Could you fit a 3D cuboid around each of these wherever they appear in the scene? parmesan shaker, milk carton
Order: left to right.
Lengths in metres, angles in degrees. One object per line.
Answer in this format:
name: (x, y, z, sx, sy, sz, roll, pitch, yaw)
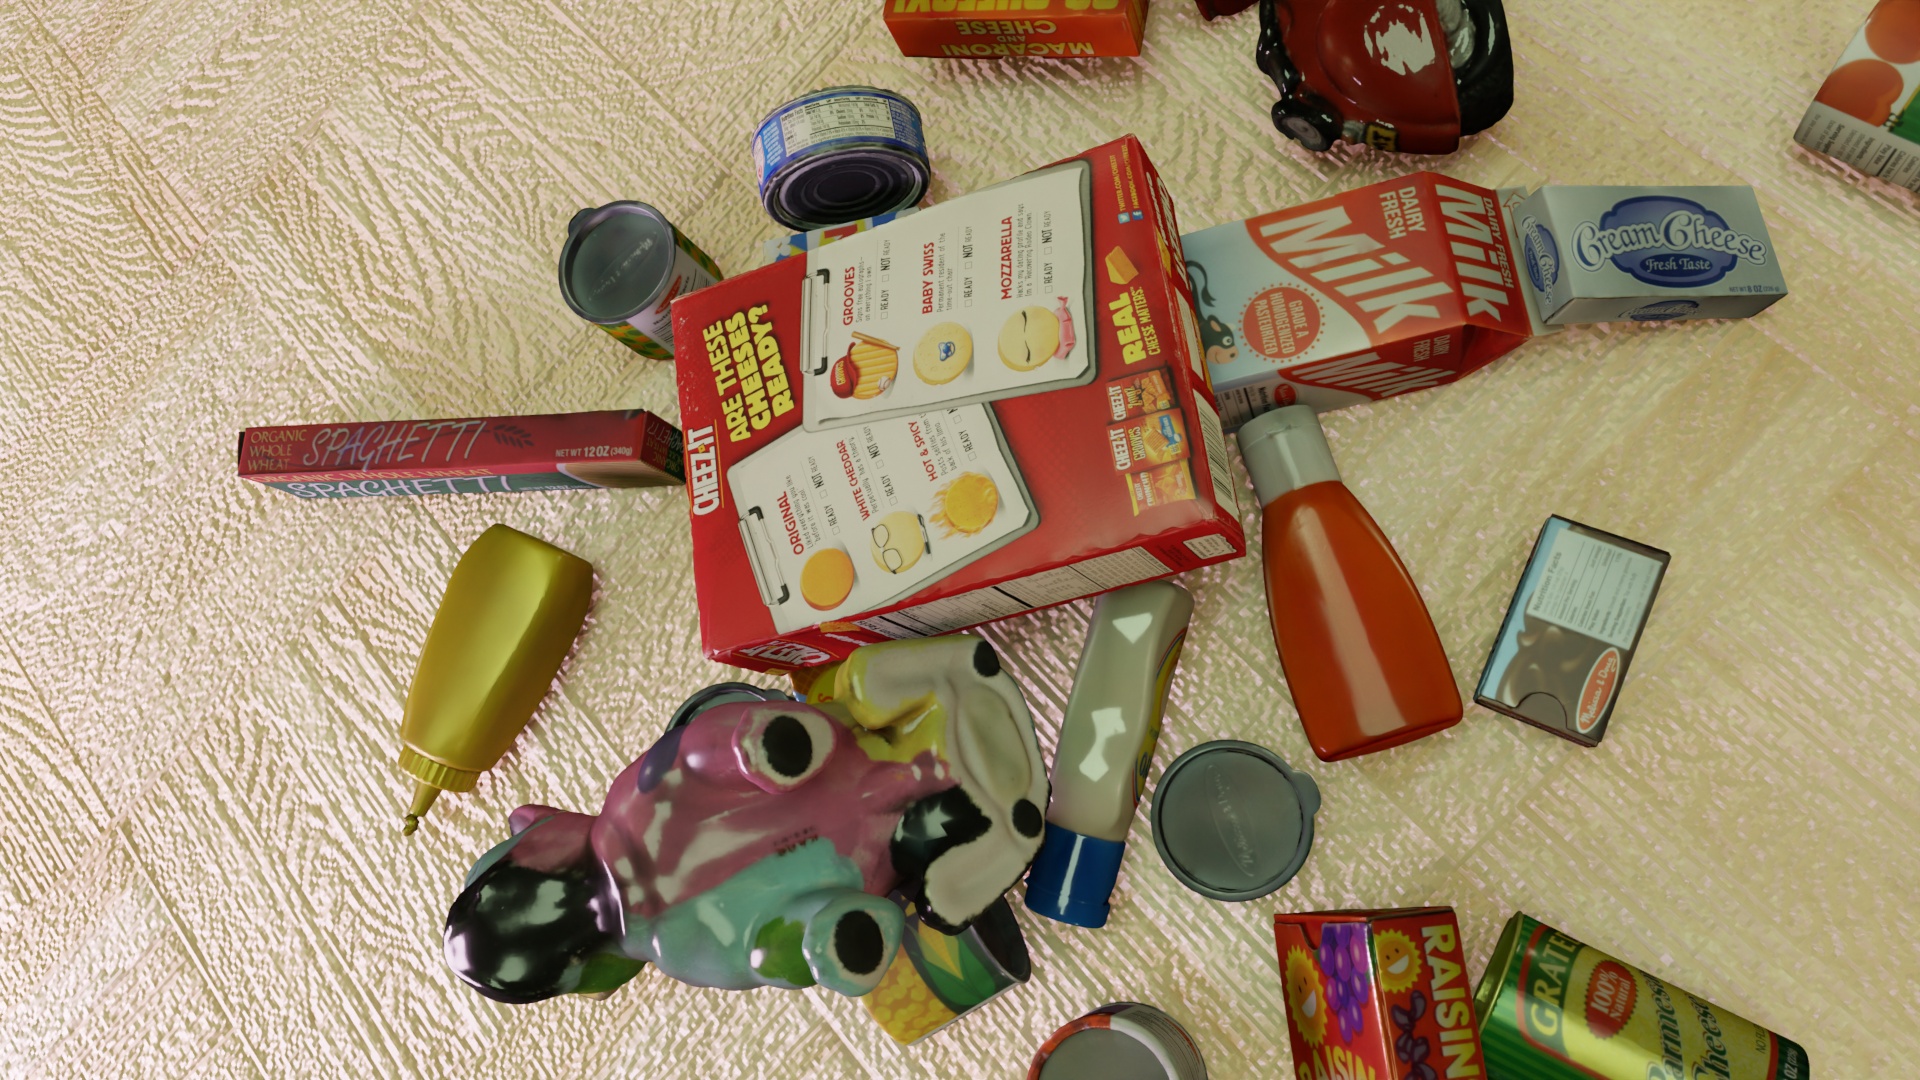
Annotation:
milk carton: (0.154, -0.100, 0.604, 0.190, 0.073, 0.072, -12, 74, 14)
parmesan shaker: (0.245, 0.189, 0.513, 0.103, 0.071, 0.071, 23, 85, 20)

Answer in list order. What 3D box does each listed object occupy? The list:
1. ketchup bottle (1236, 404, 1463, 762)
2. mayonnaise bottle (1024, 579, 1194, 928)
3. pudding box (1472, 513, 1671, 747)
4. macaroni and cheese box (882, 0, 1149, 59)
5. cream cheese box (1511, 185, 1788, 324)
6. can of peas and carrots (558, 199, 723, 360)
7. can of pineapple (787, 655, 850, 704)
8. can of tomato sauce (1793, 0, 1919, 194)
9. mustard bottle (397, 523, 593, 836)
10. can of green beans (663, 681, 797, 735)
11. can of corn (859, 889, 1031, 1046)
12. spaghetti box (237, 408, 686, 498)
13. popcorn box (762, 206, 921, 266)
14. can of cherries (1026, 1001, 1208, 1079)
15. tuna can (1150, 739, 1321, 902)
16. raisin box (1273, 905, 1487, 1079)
ketchup bottle: (0.158, 0.015, 0.591, 0.064, 0.043, 0.149, -19, 72, 11)
mayonnaise bottle: (0.063, 0.088, 0.595, 0.041, 0.064, 0.148, 14, 86, 17)
pudding box: (0.248, 0.037, 0.566, 0.050, 0.030, 0.084, 22, 84, 19)
macaroni and cheese box: (0.039, -0.319, 0.681, 0.124, 0.040, 0.166, 6, 78, 19)
cream cheese box: (0.283, -0.118, 0.572, 0.104, 0.024, 0.053, -4, 72, -14)
can of peas and carrots: (-0.165, -0.134, 0.718, 0.071, 0.058, 0.071, -4, 76, 17)
can of pineapple: (-0.041, 0.054, 0.630, 0.058, 0.071, 0.071, -17, 73, 14)
can of tomato sauce: (0.392, -0.174, 0.552, 0.083, 0.071, 0.071, 35, 89, 22)
mustard bottle: (-0.243, 0.073, 0.698, 0.065, 0.049, 0.160, 24, 86, 20)
can of green beans: (-0.095, 0.101, 0.641, 0.071, 0.058, 0.071, -4, 76, 16)
can of corn: (-0.013, 0.170, 0.594, 0.058, 0.071, 0.071, -33, 70, 8)
spaghetti box: (-0.265, -0.044, 0.732, 0.250, 0.050, 0.029, -1, 76, 17)
popcorn box: (-0.049, -0.093, 0.683, 0.085, 0.038, 0.127, -9, 75, 15)
can of cherries: (0.062, 0.226, 0.563, 0.071, 0.058, 0.071, -4, 76, 16)
tuna can: (0.118, 0.117, 0.585, 0.071, 0.033, 0.071, -4, 76, 16)
raisin box: (0.159, 0.202, 0.522, 0.040, 0.086, 0.123, -2, 75, -12)
